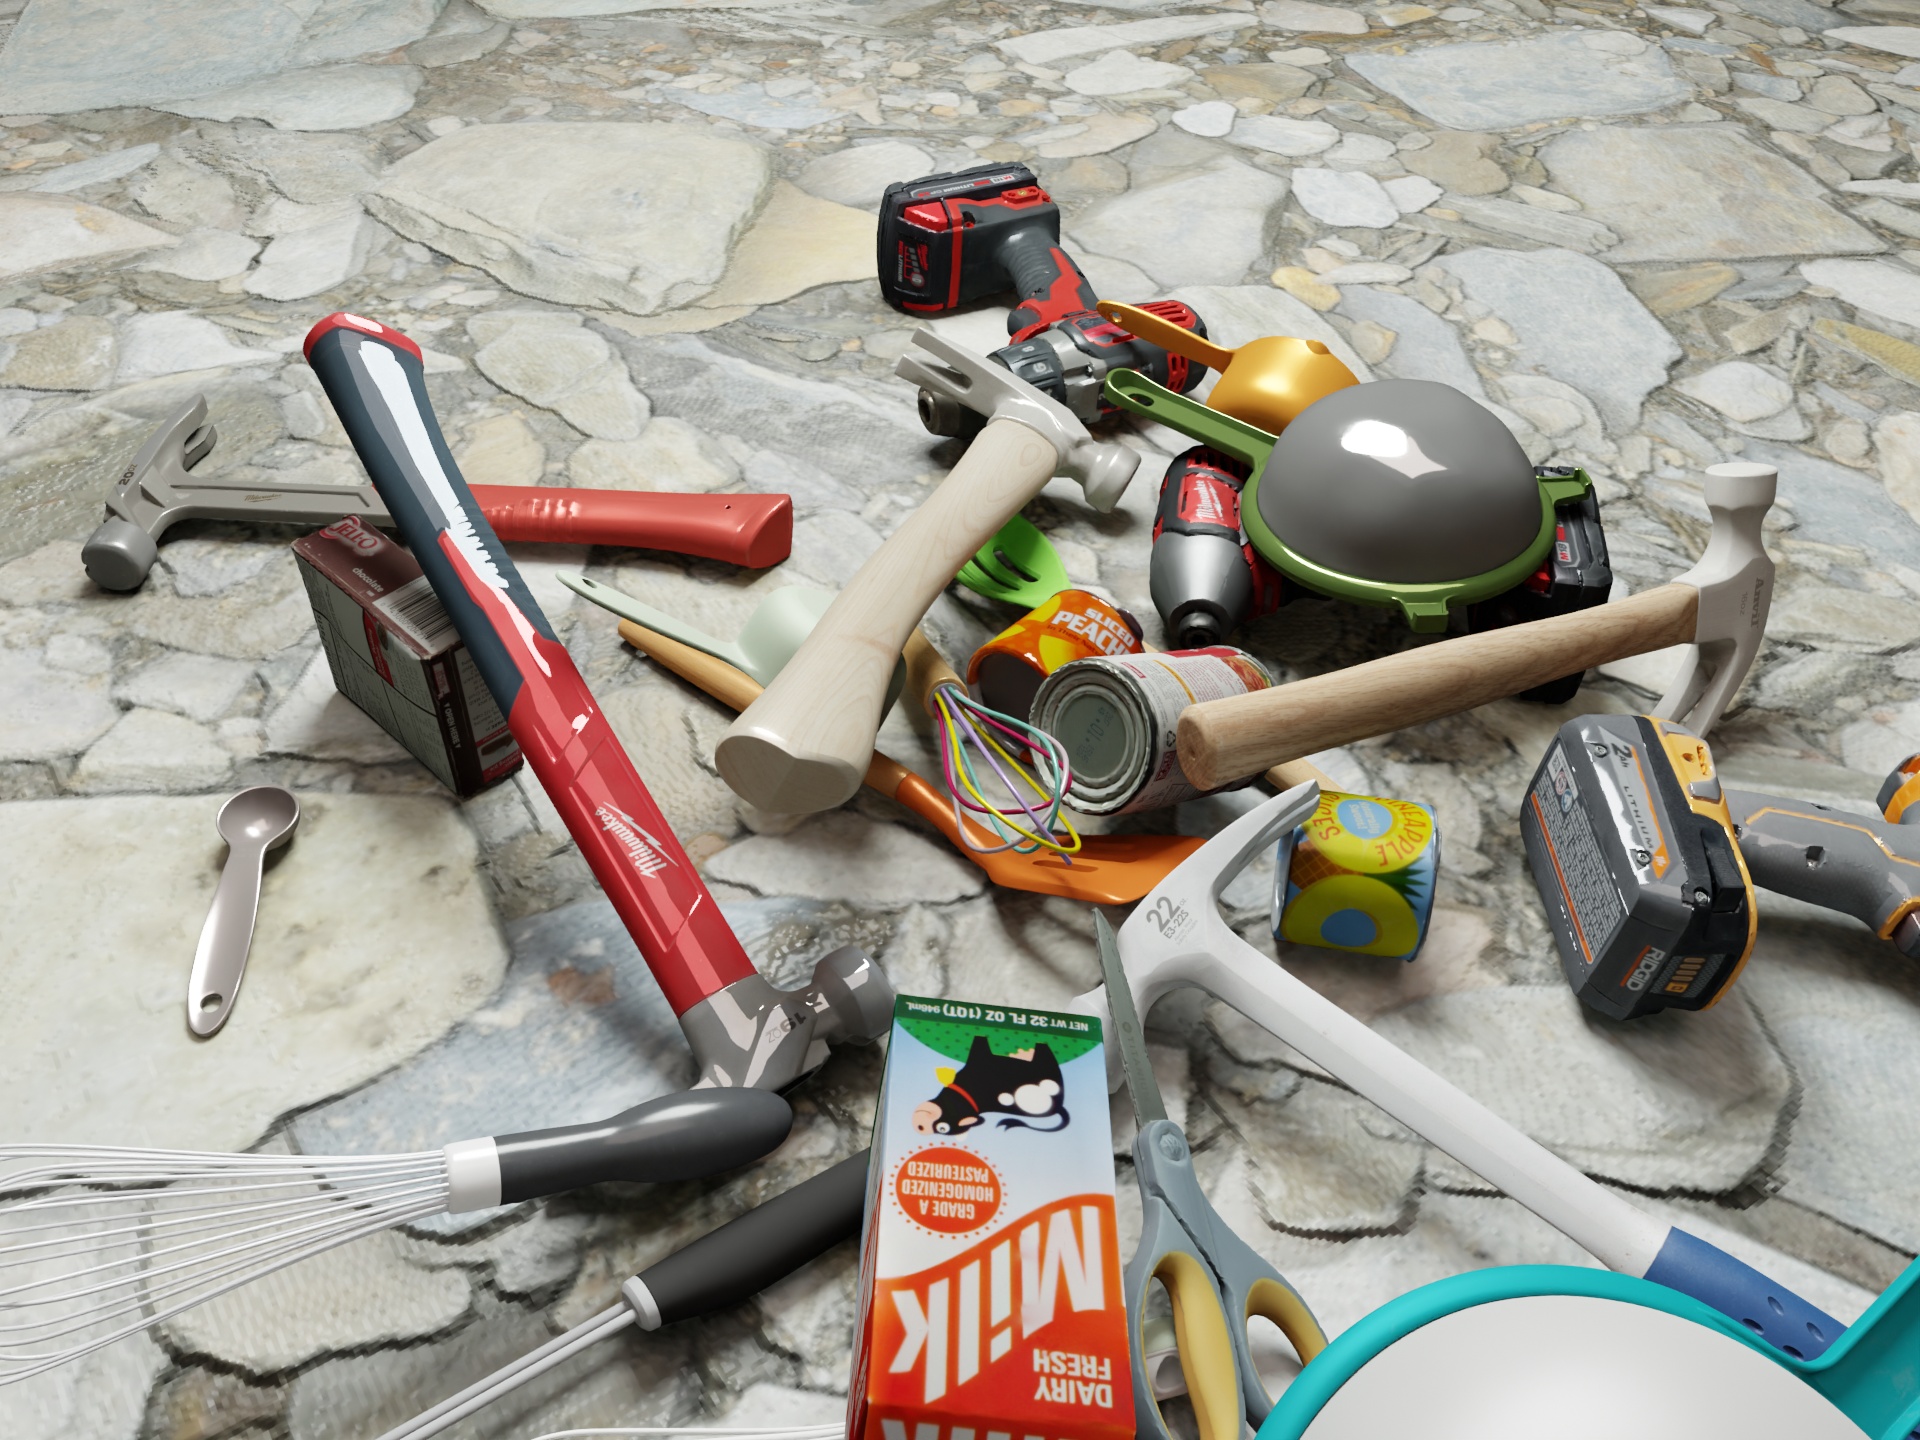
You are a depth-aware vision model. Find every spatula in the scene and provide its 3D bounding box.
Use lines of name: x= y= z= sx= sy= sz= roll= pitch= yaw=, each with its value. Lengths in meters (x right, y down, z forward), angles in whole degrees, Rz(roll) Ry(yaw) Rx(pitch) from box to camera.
spatula: x=-0.041 y=0.012 z=0.726 sx=0.323 sy=0.041 sz=0.081 roll=28 pitch=29 yaw=27

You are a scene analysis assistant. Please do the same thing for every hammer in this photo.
hammer: x=0.238 y=-0.023 z=0.700 sx=0.331 sy=0.130 sz=0.031 roll=-15 pitch=21 yaw=-24
hammer: x=-0.022 y=-0.083 z=0.729 sx=0.146 sy=0.038 sz=0.411 roll=32 pitch=33 yaw=0
hammer: x=-0.270 y=-0.119 z=0.863 sx=0.359 sy=0.036 sz=0.149 roll=2 pitch=42 yaw=1
hammer: x=-0.185 y=-0.008 z=0.639 sx=0.143 sy=0.038 sz=0.386 roll=-26 pitch=72 yaw=-25
hammer: x=0.228 y=0.171 z=0.540 sx=0.406 sy=0.035 sz=0.144 roll=33 pitch=82 yaw=24

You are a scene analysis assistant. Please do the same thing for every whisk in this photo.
whisk: x=-0.035 y=0.225 z=0.491 sx=0.246 sy=0.057 sz=0.059 roll=-8 pitch=13 yaw=-18
whisk: x=-0.188 y=0.150 z=0.504 sx=0.284 sy=0.070 sz=0.070 roll=-4 pitch=41 yaw=-26
whisk: x=-0.003 y=-0.003 z=0.700 sx=0.047 sy=0.051 sz=0.245 roll=-4 pitch=24 yaw=-16

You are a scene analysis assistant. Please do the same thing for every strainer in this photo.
strainer: x=0.220 y=0.204 z=0.399 sx=0.340 sy=0.095 sz=0.211 roll=-36 pitch=75 yaw=-15
strainer: x=0.174 y=-0.147 z=0.789 sx=0.257 sy=0.069 sz=0.151 roll=32 pitch=53 yaw=32

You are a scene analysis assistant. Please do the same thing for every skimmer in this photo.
skimmer: x=-0.163 y=0.186 z=0.493 sx=0.363 sy=0.090 sz=0.127 roll=-22 pitch=13 yaw=-28

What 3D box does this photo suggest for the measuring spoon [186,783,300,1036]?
measuring spoon: x=-0.300 y=0.079 z=0.663 sx=0.034 sy=0.018 sz=0.124 roll=-2 pitch=49 yaw=-5

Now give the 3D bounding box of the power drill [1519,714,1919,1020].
power drill: x=0.364 y=0.082 z=0.646 sx=0.226 sy=0.084 sz=0.186 roll=5 pitch=44 yaw=-4

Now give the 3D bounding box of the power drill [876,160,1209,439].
power drill: x=0.024 y=-0.258 z=1.003 sx=0.188 sy=0.080 sz=0.227 roll=-19 pitch=50 yaw=-21

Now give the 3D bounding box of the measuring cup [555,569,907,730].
measuring cup: x=-0.092 y=-0.044 z=0.680 sx=0.167 sy=0.038 sz=0.083 roll=23 pitch=18 yaw=-38

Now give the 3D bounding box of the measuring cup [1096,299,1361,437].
measuring cup: x=0.144 y=-0.186 z=0.904 sx=0.174 sy=0.095 sz=0.052 roll=28 pitch=65 yaw=10

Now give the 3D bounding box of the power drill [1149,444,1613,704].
power drill: x=0.206 y=-0.077 z=0.814 sx=0.219 sy=0.078 sz=0.143 roll=6 pitch=42 yaw=8

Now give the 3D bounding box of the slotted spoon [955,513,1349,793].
slotted spoon: x=0.096 y=-0.022 z=0.781 sx=0.070 sy=0.031 sz=0.314 roll=-22 pitch=49 yaw=-37
